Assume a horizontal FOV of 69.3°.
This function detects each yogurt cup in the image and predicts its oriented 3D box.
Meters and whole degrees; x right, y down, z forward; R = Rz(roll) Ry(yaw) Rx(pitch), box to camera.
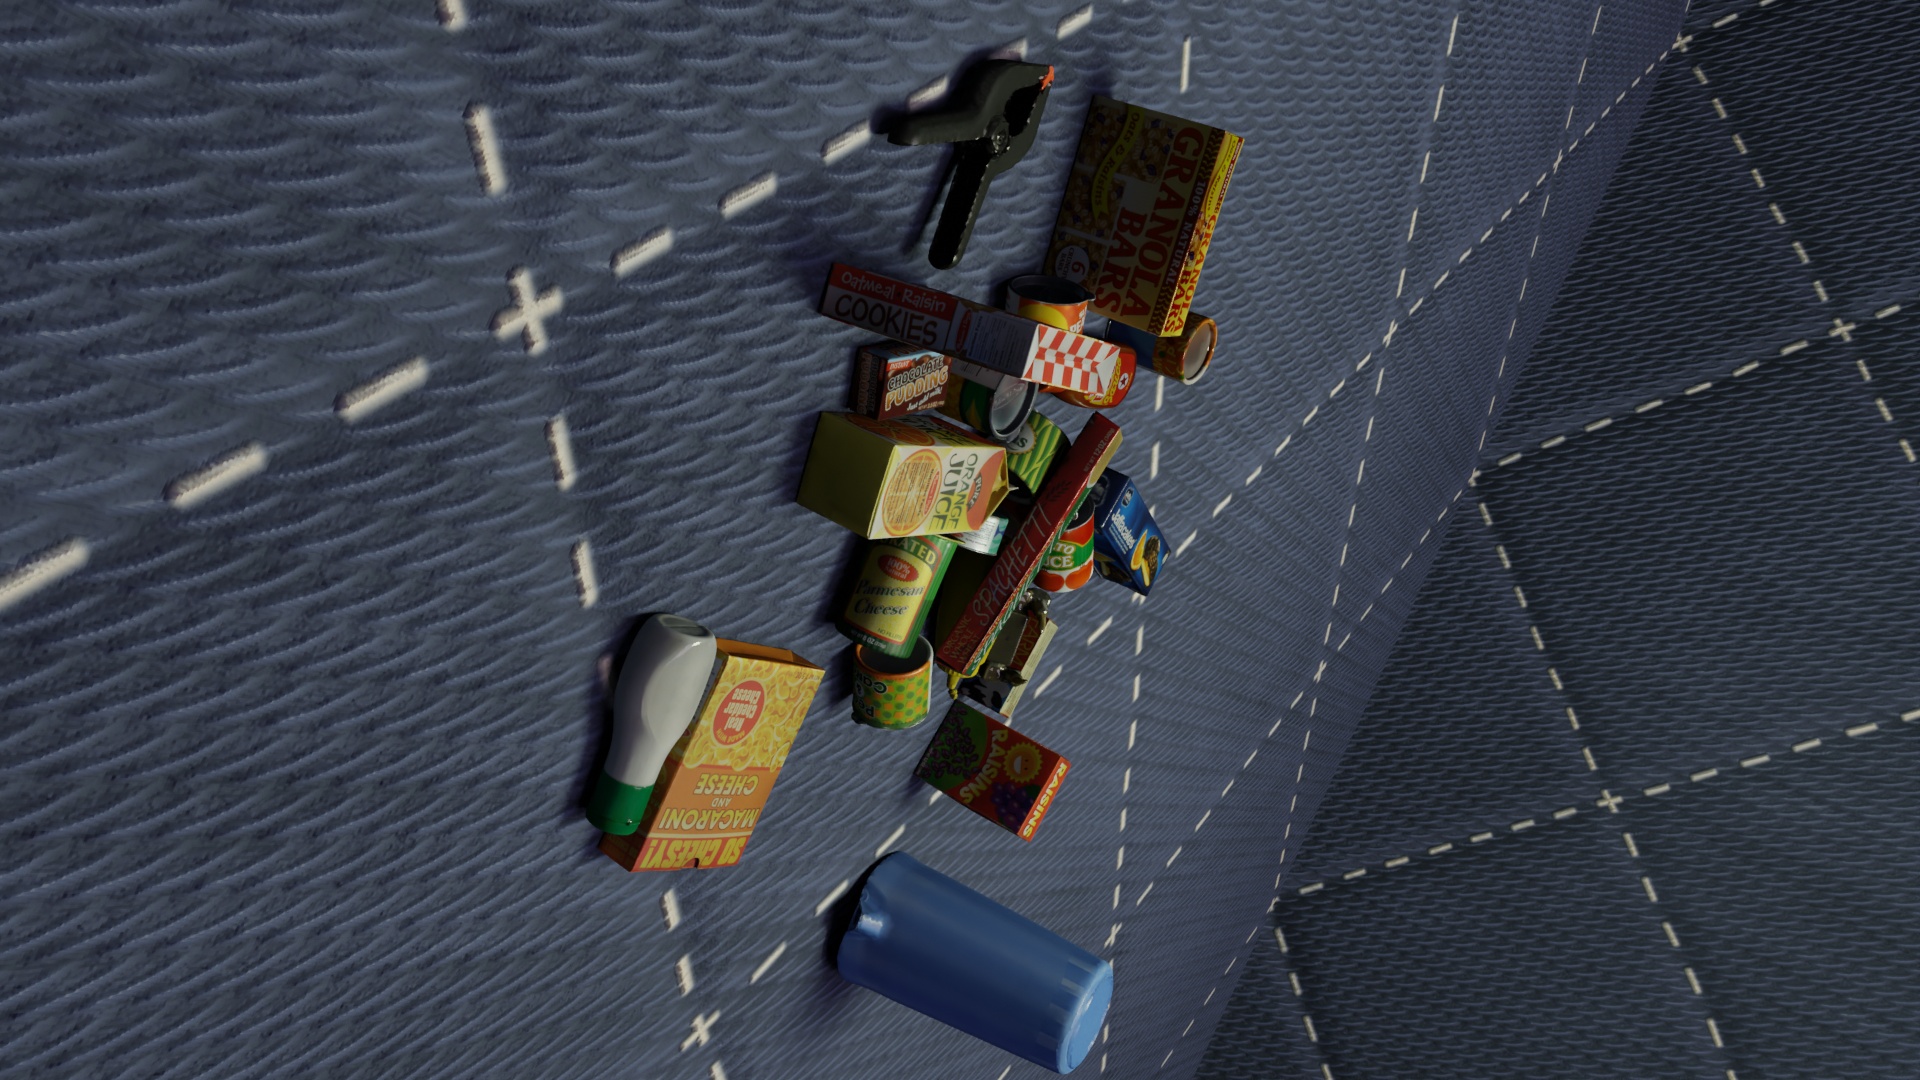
[{"bbox_3d":[0.059,-0.030,1.235,0.054,0.072,0.072,-44,146,-19],"label":"yogurt cup"}]

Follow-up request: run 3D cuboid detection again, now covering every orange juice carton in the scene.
[{"bbox_3d":[-0.031,-0.051,1.057,0.193,0.072,0.072,-5,117,-58],"label":"orange juice carton"}]

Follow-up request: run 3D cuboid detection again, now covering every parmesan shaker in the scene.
[{"bbox_3d":[-0.048,0.035,1.096,0.071,0.071,0.103,14,100,-61],"label":"parmesan shaker"}]

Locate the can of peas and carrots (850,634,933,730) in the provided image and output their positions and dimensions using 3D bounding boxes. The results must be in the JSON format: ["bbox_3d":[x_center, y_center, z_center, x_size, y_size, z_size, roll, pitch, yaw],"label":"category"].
[{"bbox_3d":[-0.059,0.115,1.149,0.071,0.071,0.058,-34,138,-44],"label":"can of peas and carrots"}]

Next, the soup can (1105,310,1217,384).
[{"bbox_3d":[0.189,-0.192,1.301,0.072,0.084,0.071,-39,142,-39],"label":"soup can"}]

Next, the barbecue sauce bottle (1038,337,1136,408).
[{"bbox_3d":[0.104,-0.149,1.235,0.149,0.044,0.064,-8,121,-57],"label":"barbecue sauce bottle"}]

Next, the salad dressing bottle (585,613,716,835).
[{"bbox_3d":[-0.209,0.124,0.927,0.064,0.044,0.147,7,107,-60],"label":"salad dressing bottle"}]

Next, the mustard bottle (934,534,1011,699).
[{"bbox_3d":[0.007,0.070,1.240,0.065,0.049,0.159,-7,119,-50],"label":"mustard bottle"}]

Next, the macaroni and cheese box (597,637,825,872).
[{"bbox_3d":[-0.177,0.157,1.009,0.123,0.040,0.166,20,94,-61],"label":"macaroni and cheese box"}]

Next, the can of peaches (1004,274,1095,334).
[{"bbox_3d":[0.070,-0.177,1.128,0.071,0.071,0.057,-29,136,-47],"label":"can of peaches"}]

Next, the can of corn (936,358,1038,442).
[{"bbox_3d":[0.020,-0.119,1.102,0.071,0.058,0.070,-39,143,-39],"label":"can of corn"}]

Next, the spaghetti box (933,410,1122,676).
[{"bbox_3d":[0.059,0.005,1.176,0.250,0.029,0.050,-57,167,-2],"label":"spaghetti box"}]

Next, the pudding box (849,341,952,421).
[{"bbox_3d":[-0.043,-0.121,1.027,0.084,0.030,0.049,-20,128,-53],"label":"pudding box"}]

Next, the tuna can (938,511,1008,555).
[{"bbox_3d":[0.004,-0.014,1.154,0.071,0.071,0.032,9,103,-61],"label":"tuna can"}]

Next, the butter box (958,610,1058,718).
[{"bbox_3d":[0.046,0.113,1.336,0.103,0.053,0.024,-61,149,-8],"label":"butter box"}]

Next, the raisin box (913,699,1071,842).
[{"bbox_3d":[0.031,0.218,1.317,0.086,0.123,0.040,-59,151,-11],"label":"raisin box"}]

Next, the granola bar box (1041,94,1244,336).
[{"bbox_3d":[0.144,-0.263,1.129,0.039,0.124,0.165,-9,120,-56],"label":"granola bar box"}]

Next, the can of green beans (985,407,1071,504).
[{"bbox_3d":[0.052,-0.073,1.185,0.058,0.071,0.071,-54,150,-18],"label":"can of green beans"}]

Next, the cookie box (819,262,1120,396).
[{"bbox_3d":[0.006,-0.143,0.948,0.123,0.167,0.040,0,109,-59],"label":"cookie box"}]

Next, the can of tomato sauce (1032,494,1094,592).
[{"bbox_3d":[0.092,-0.001,1.307,0.071,0.071,0.082,-44,146,-33],"label":"can of tomato sauce"}]
